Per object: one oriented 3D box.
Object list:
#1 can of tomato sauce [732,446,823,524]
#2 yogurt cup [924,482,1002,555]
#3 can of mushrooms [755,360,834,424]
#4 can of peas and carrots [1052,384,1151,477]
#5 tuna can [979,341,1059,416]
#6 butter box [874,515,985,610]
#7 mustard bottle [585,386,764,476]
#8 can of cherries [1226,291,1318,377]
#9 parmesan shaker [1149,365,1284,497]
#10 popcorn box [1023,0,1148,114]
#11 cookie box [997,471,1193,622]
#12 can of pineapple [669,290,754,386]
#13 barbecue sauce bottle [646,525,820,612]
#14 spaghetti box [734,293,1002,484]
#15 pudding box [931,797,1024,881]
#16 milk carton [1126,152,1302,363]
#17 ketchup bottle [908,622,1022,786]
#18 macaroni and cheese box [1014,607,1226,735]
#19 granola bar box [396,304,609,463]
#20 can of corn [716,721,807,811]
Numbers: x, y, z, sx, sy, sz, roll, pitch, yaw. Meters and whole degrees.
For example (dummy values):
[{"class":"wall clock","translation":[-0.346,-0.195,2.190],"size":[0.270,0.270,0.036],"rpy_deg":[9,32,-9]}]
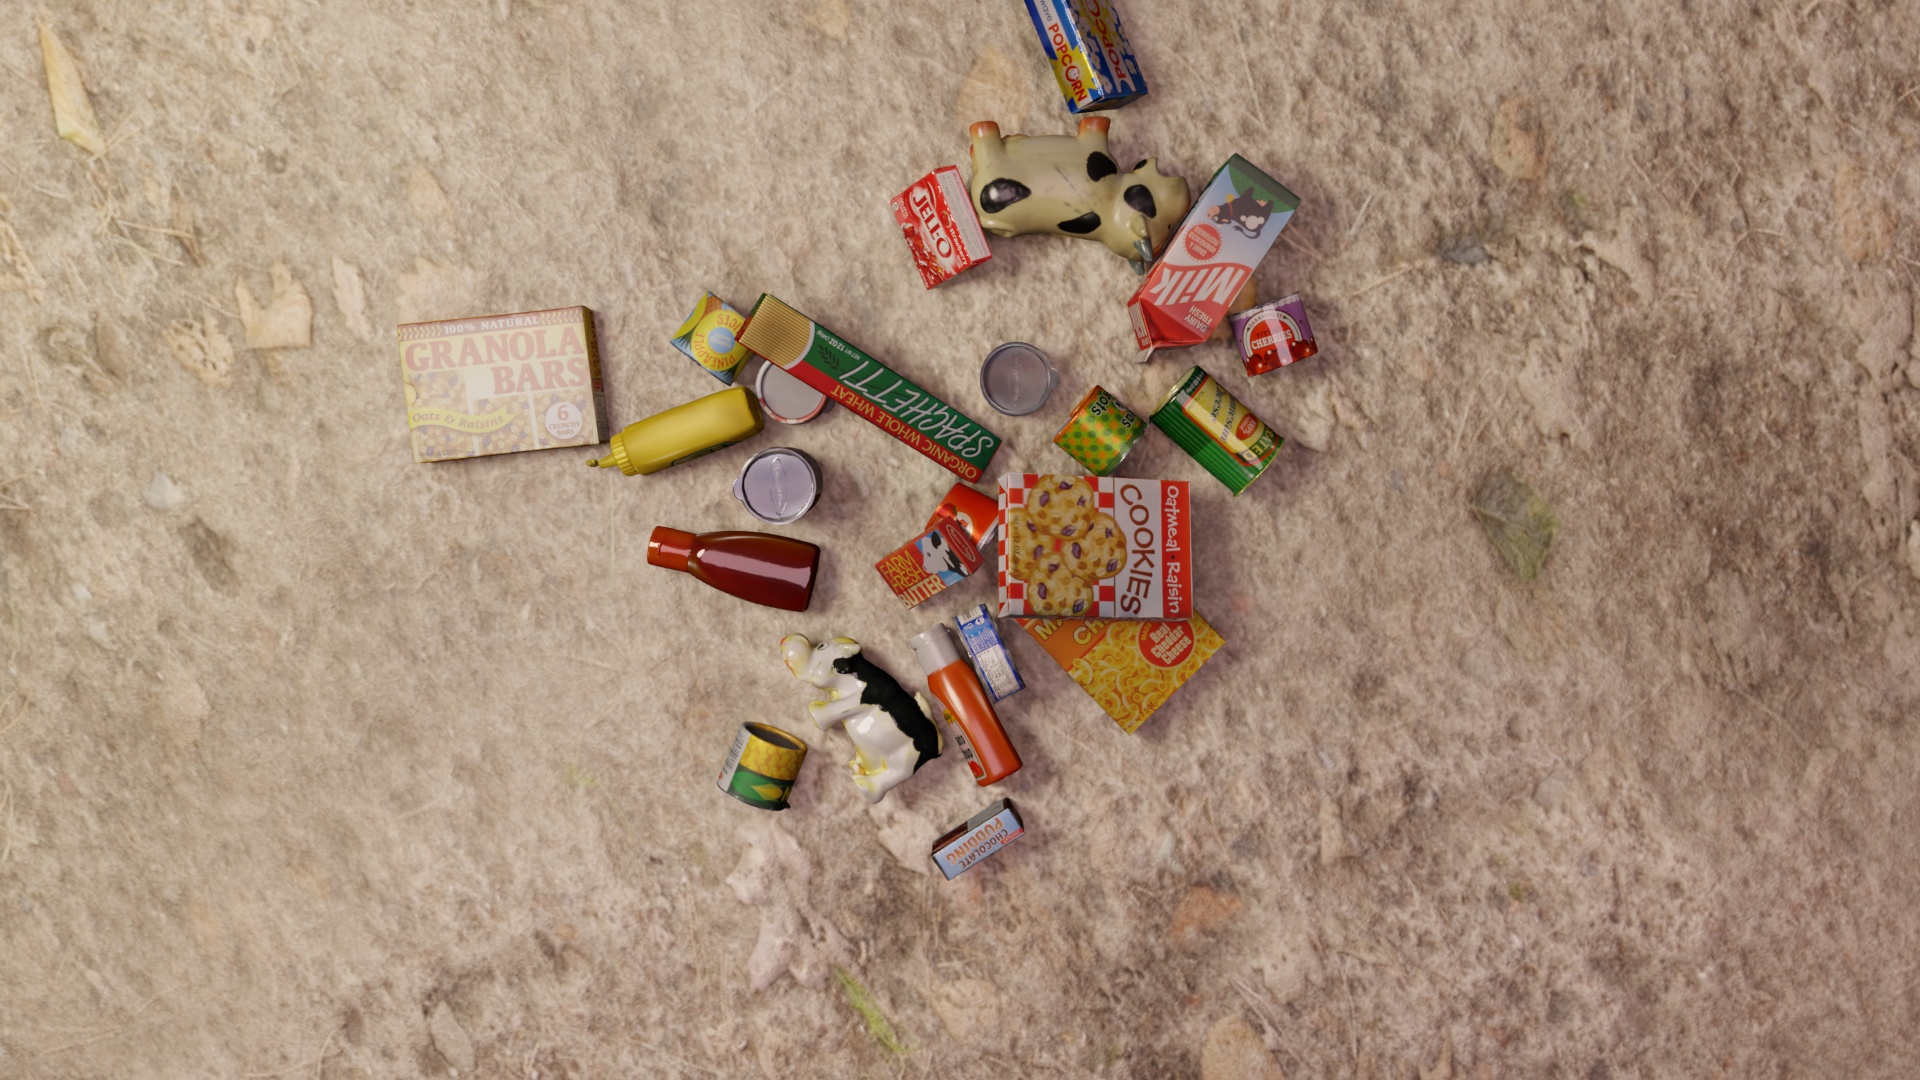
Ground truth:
[{"class":"can of tomato sauce","translation":[-0.158,-0.049,1.222],"size":[0.071,0.083,0.071],"rpy_deg":[0,94,-1]},{"class":"yogurt cup","translation":[0.004,-0.016,1.239],"size":[0.054,0.072,0.072],"rpy_deg":[34,93,5]},{"class":"can of mushrooms","translation":[-0.147,-0.136,1.242],"size":[0.071,0.033,0.071],"rpy_deg":[0,93,-1]},{"class":"can of peas and carrots","translation":[0.125,-0.098,1.233],"size":[0.059,0.071,0.071],"rpy_deg":[38,92,-3]},{"class":"tuna can","translation":[0.052,-0.144,1.246],"size":[0.071,0.033,0.071],"rpy_deg":[0,94,-1]},{"class":"butter box","translation":[-0.029,0.021,1.227],"size":[0.053,0.103,0.024],"rpy_deg":[53,48,-5]},{"class":"mustard bottle","translation":[-0.255,-0.091,1.230],"size":[0.160,0.065,0.049],"rpy_deg":[-20,92,6]},{"class":"can of cherries","translation":[0.276,-0.182,1.230],"size":[0.071,0.071,0.058],"rpy_deg":[-20,95,0]},{"class":"parmesan shaker","translation":[0.226,-0.097,1.234],"size":[0.103,0.071,0.071],"rpy_deg":[40,92,-4]},{"class":"popcorn box","translation":[0.106,-0.436,1.202],"size":[0.038,0.085,0.126],"rpy_deg":[-20,95,38]},{"class":"cookie box","translation":[0.117,0.007,1.206],"size":[0.168,0.040,0.123],"rpy_deg":[2,81,-14]},{"class":"can of pineapple","translation":[-0.212,-0.177,1.220],"size":[0.071,0.071,0.058],"rpy_deg":[36,92,-3]},{"class":"barbecue sauce bottle","translation":[-0.204,0.019,1.246],"size":[0.149,0.044,0.065],"rpy_deg":[12,93,-1]},{"class":"spaghetti box","translation":[-0.077,-0.130,1.216],"size":[0.250,0.029,0.050],"rpy_deg":[30,92,-18]},{"class":"pudding box","translation":[0.015,0.270,1.263],"size":[0.084,0.049,0.030],"rpy_deg":[-32,92,0]},{"class":"milk carton","translation":[0.210,-0.236,1.224],"size":[0.073,0.072,0.190],"rpy_deg":[34,93,-4]},{"class":"ketchup bottle","translation":[0.003,0.147,1.251],"size":[0.043,0.064,0.149],"rpy_deg":[-27,85,-13]},{"class":"macaroni and cheese box","translation":[0.137,0.073,1.258],"size":[0.123,0.040,0.166],"rpy_deg":[-45,94,1]},{"class":"granola bar box","translation":[-0.405,-0.138,1.233],"size":[0.166,0.039,0.124],"rpy_deg":[-6,93,-1]},{"class":"can of corn","translation":[-0.175,0.203,1.247],"size":[0.071,0.071,0.058],"rpy_deg":[22,93,-3]}]
